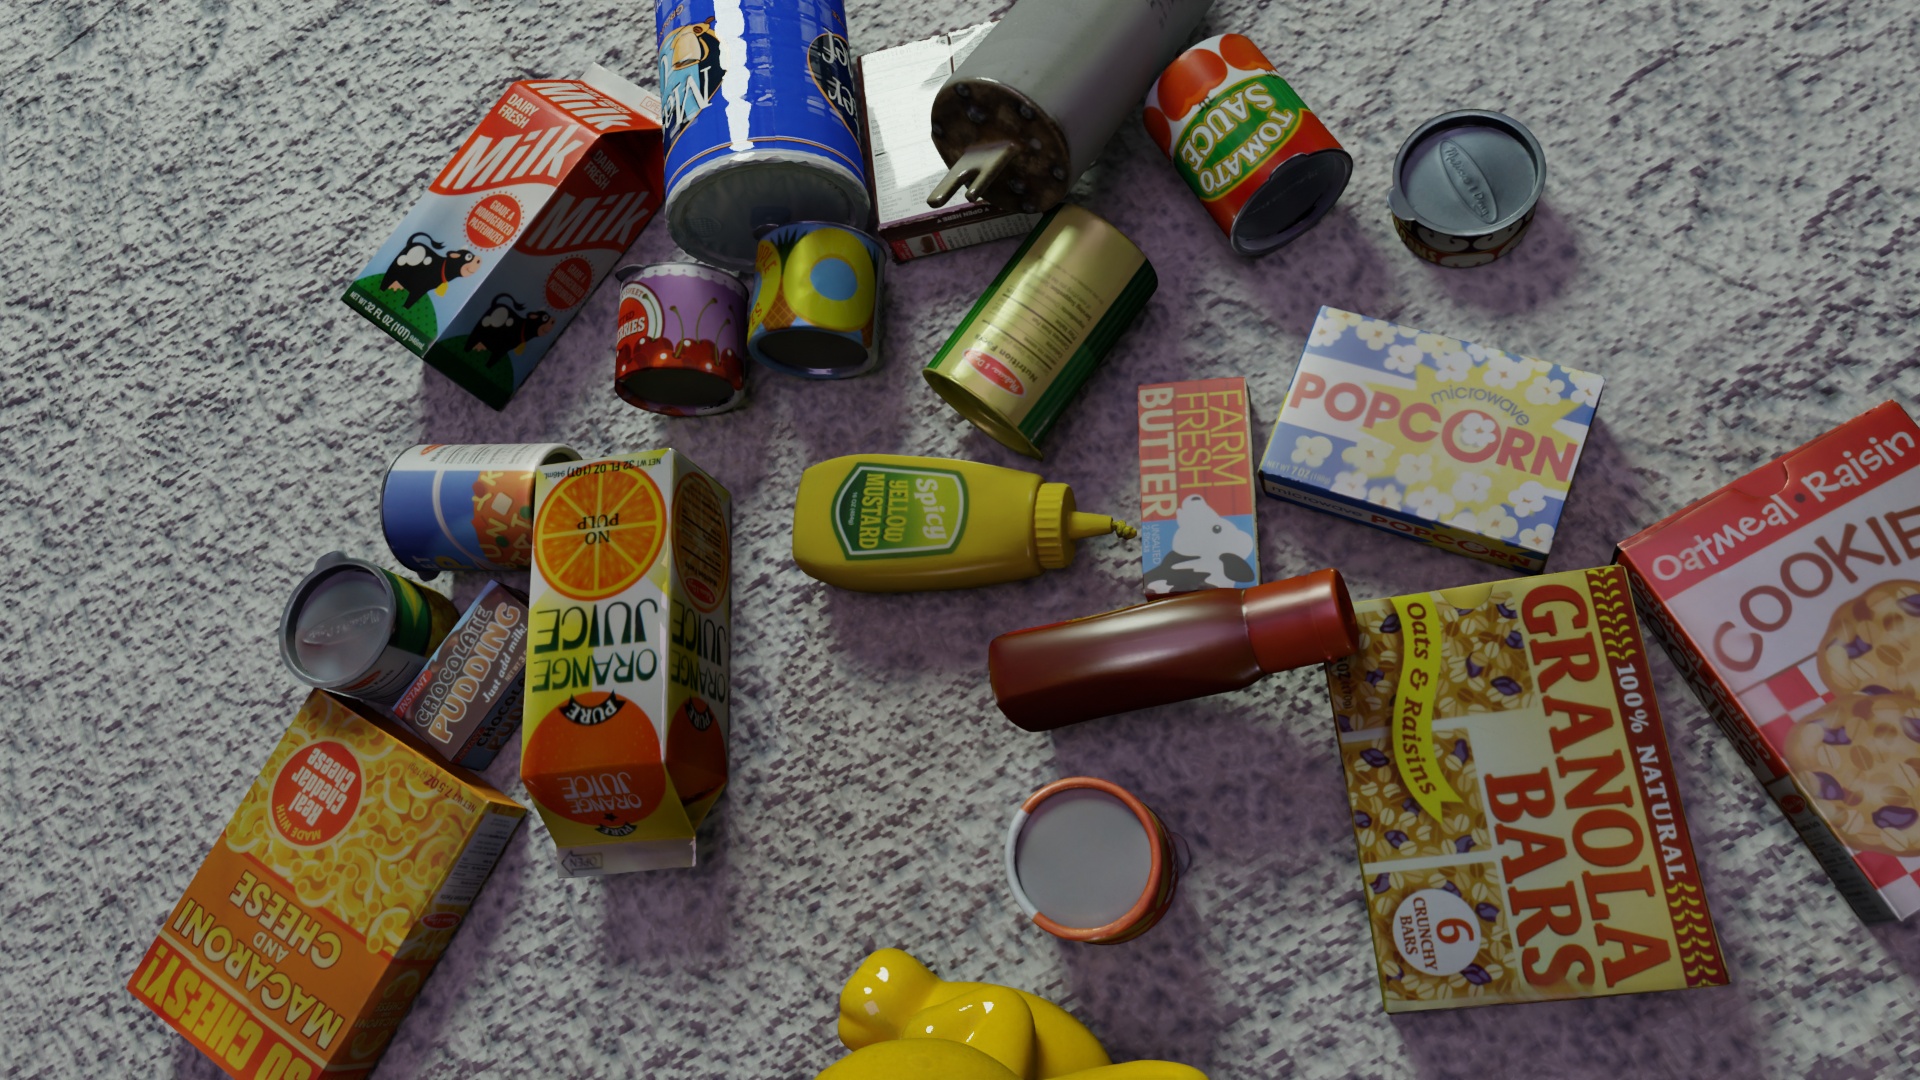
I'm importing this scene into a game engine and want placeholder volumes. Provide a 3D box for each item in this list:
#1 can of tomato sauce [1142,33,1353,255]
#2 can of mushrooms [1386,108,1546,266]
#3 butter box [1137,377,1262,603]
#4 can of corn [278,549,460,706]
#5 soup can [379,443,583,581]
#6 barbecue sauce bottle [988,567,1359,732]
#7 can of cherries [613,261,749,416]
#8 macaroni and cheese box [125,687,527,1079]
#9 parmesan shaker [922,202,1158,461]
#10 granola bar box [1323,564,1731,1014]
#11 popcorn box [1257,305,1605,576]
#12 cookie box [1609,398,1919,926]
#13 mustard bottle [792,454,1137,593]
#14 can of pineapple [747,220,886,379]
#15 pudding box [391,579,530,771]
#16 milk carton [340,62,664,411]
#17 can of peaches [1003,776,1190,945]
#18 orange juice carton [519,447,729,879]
[{"bbox_3d":[0.135,-0.190,0.662,0.071,0.071,0.083,-32,67,4],"label":"can of tomato sauce"},{"bbox_3d":[0.233,-0.163,0.647,0.071,0.033,0.071,-4,72,13],"label":"can of mushrooms"},{"bbox_3d":[0.109,-0.023,0.640,0.053,0.024,0.104,-4,72,13],"label":"butter box"},{"bbox_3d":[-0.300,0.046,0.709,0.071,0.058,0.071,-4,72,14],"label":"can of corn"},{"bbox_3d":[-0.239,-0.014,0.710,0.084,0.071,0.071,0,73,15],"label":"soup can"},{"bbox_3d":[0.090,0.046,0.586,0.148,0.065,0.044,-15,69,23],"label":"barbecue sauce bottle"},{"bbox_3d":[-0.145,-0.102,0.709,0.071,0.071,0.058,-5,73,14],"label":"can of cherries"},{"bbox_3d":[-0.309,0.175,0.680,0.124,0.040,0.166,26,80,21],"label":"macaroni and cheese box"},{"bbox_3d":[0.041,-0.099,0.661,0.071,0.071,0.103,35,84,22],"label":"parmesan shaker"},{"bbox_3d":[0.220,0.100,0.562,0.124,0.039,0.166,-10,70,12],"label":"granola bar box"},{"bbox_3d":[0.206,-0.045,0.613,0.127,0.038,0.085,19,78,20],"label":"popcorn box"},{"bbox_3d":[0.359,0.045,0.541,0.123,0.040,0.168,-29,67,4],"label":"cookie box"},{"bbox_3d":[0.002,-0.008,0.650,0.160,0.048,0.065,0,74,15],"label":"mustard bottle"},{"bbox_3d":[-0.074,-0.120,0.697,0.071,0.071,0.058,-1,73,15],"label":"can of pineapple"},{"bbox_3d":[-0.239,0.067,0.701,0.050,0.030,0.084,34,84,23],"label":"pudding box"},{"bbox_3d":[-0.234,-0.174,0.755,0.072,0.073,0.191,33,83,22],"label":"milk carton"},{"bbox_3d":[0.058,0.135,0.584,0.071,0.058,0.071,-5,72,14],"label":"can of peaches"},{"bbox_3d":[-0.156,0.059,0.658,0.072,0.073,0.193,-7,72,13],"label":"orange juice carton"}]
